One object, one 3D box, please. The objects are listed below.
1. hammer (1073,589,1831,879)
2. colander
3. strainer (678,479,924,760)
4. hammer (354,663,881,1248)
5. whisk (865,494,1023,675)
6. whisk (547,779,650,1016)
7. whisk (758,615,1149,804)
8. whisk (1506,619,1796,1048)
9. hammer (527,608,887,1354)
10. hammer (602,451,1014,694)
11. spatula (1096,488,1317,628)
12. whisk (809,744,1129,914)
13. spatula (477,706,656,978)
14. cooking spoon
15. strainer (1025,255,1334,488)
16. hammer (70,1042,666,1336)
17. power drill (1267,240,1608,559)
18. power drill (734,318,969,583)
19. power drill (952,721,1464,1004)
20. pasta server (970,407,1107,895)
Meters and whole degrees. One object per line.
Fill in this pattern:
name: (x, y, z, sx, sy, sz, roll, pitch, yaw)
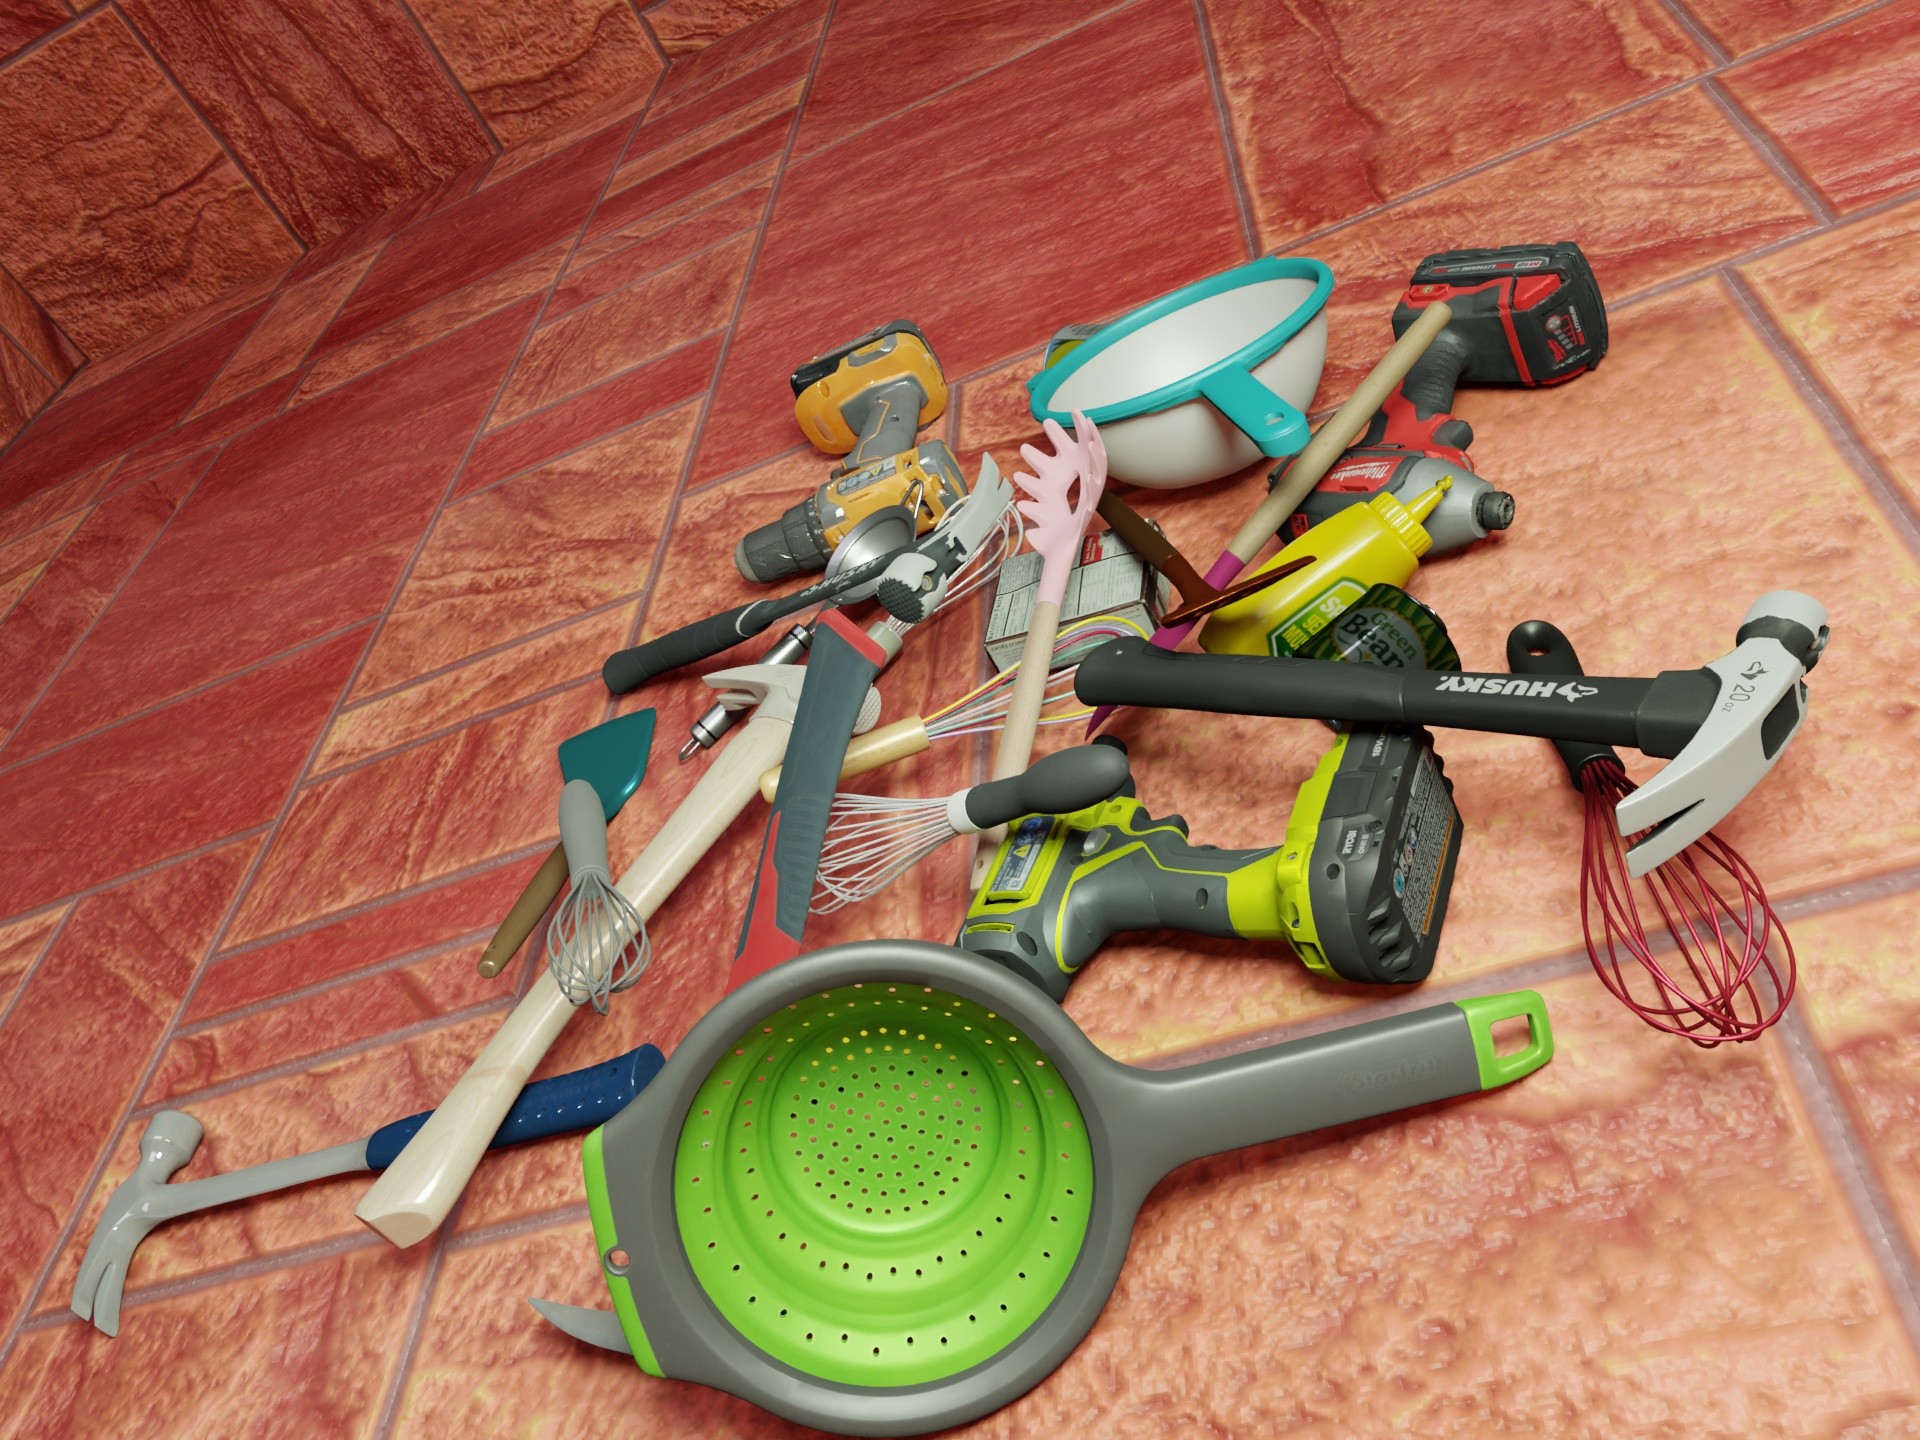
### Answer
hammer: (0.186, -0.008, 0.709, 0.335, 0.035, 0.146, 6, 41, 43)
colander: (0.047, 0.168, 0.682, 0.397, 0.204, 0.094, -13, 5, -1)
strainer: (-0.106, -0.064, 1.123, 0.258, 0.050, 0.087, -45, 36, -6)
hammer: (-0.208, 0.118, 0.932, 0.146, 0.038, 0.411, 4, 48, 42)
whisk: (-0.042, -0.064, 1.076, 0.246, 0.058, 0.059, -49, 3, -15)
whisk: (-0.211, 0.089, 0.900, 0.055, 0.055, 0.239, -33, 29, -1)
whisk: (-0.002, -0.005, 0.933, 0.245, 0.047, 0.051, -20, 41, -6)
whisk: (0.288, 0.036, 0.701, 0.073, 0.073, 0.296, -21, 30, 16)
hammer: (-0.111, 0.121, 0.812, 0.143, 0.038, 0.387, -5, 62, 33)
hammer: (-0.125, -0.078, 1.079, 0.409, 0.036, 0.149, -16, 29, 46)
spatula: (0.113, -0.102, 0.903, 0.081, 0.041, 0.323, -23, 23, -1)
whisk: (-0.015, 0.053, 0.829, 0.284, 0.070, 0.070, -21, 32, 49)
spatula: (-0.260, 0.075, 1.031, 0.082, 0.044, 0.318, -20, 18, 10)
cooking spoon: (0.171, -0.111, 0.897, 0.319, 0.017, 0.068, -50, -3, 0)
strainer: (0.167, -0.189, 0.995, 0.211, 0.095, 0.341, -26, 25, 5)
hammer: (-0.350, 0.258, 0.929, 0.405, 0.035, 0.144, -18, 38, 19)
power drill: (0.291, -0.183, 0.942, 0.143, 0.078, 0.220, 11, 57, 46)
power drill: (-0.090, -0.204, 1.252, 0.185, 0.084, 0.226, -22, 42, 15)
power drill: (0.120, 0.061, 0.779, 0.223, 0.080, 0.171, -7, 38, 35)
pasta server: (0.040, -0.046, 0.905, 0.060, 0.040, 0.316, -16, 49, 41)
